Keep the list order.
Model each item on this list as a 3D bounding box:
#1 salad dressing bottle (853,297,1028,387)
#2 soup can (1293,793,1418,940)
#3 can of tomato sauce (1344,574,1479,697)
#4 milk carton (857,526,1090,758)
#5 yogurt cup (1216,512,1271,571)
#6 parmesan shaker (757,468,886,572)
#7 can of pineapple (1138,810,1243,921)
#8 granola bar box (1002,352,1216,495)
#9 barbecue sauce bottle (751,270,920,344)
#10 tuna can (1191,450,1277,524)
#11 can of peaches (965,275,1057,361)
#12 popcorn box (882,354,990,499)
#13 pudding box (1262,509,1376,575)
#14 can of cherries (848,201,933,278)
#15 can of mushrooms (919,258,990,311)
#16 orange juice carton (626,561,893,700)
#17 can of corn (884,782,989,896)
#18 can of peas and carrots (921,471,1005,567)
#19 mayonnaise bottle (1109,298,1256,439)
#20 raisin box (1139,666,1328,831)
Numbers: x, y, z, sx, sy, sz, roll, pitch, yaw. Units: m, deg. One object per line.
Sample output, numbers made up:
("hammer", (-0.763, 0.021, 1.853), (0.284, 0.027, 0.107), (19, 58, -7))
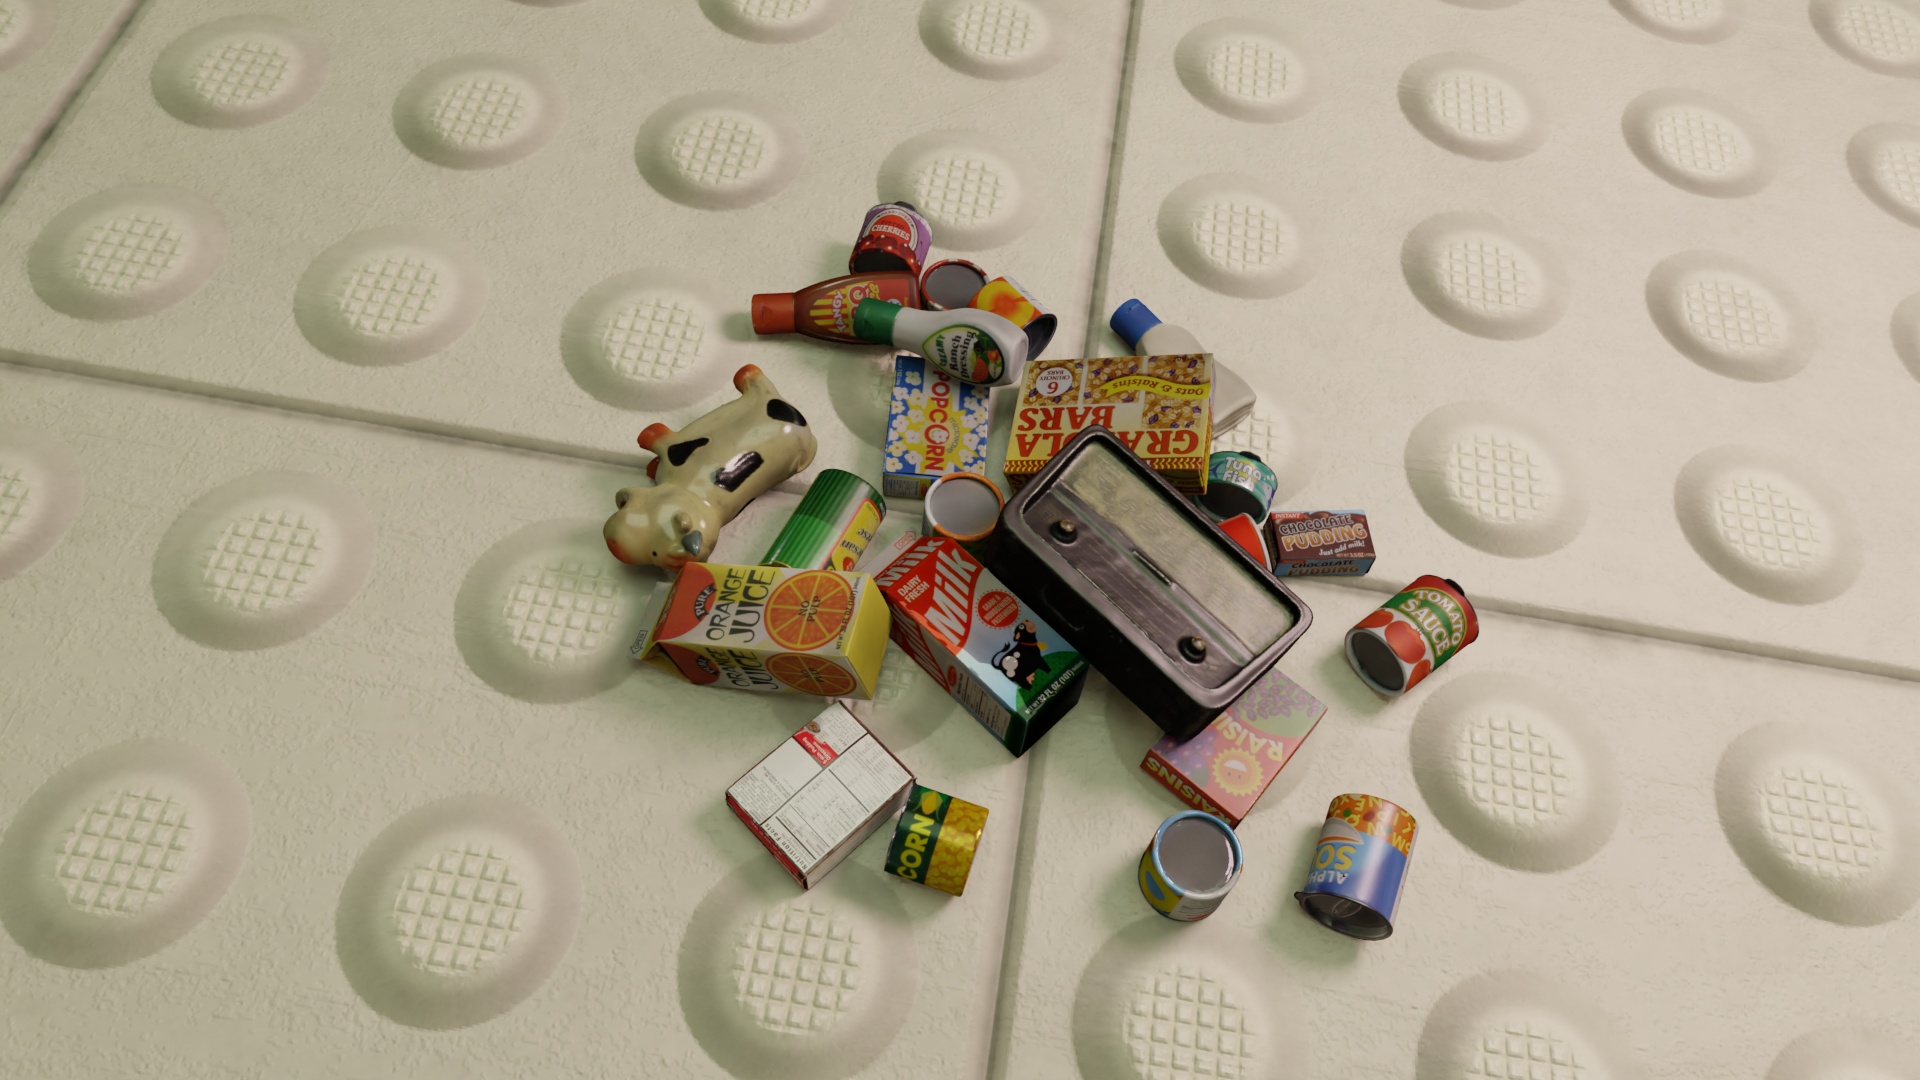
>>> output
("salad dressing bottle", (-0.018, -0.173, 1.183), (0.148, 0.064, 0.044), (17, 38, 16))
("soup can", (0.287, 0.234, 1.004), (0.071, 0.071, 0.084), (22, 59, 8))
("can of tomato sauce", (0.358, 0.075, 1.103), (0.083, 0.071, 0.071), (-32, 67, -21))
("milk carton", (0.004, 0.069, 1.075), (0.191, 0.073, 0.072), (41, 65, 19))
("yogurt cup", (0.216, 0.016, 1.131), (0.054, 0.072, 0.072), (-15, 62, -4))
("parmesan shaker", (-0.110, -0.001, 1.108), (0.071, 0.071, 0.103), (24, 60, 9))
("can of pineapple", (0.164, 0.232, 1.000), (0.071, 0.057, 0.071), (2, 59, -3))
("granola bar box", (0.129, -0.097, 1.175), (0.165, 0.039, 0.125), (0, 56, 18))
("barbecue sauce bottle", (-0.110, -0.206, 1.240), (0.149, 0.044, 0.064), (-3, 102, 1))
("tuna can", (0.230, -0.043, 1.163), (0.071, 0.070, 0.033), (21, 61, 8))
("can of peaches", (0.041, -0.192, 1.239), (0.071, 0.071, 0.058), (-35, 68, -22))
("popcorn box", (-0.020, -0.096, 1.192), (0.085, 0.038, 0.127), (5, 59, -1))
("pudding box", (0.301, 0.002, 1.166), (0.084, 0.030, 0.050), (0, 59, -5))
("can of cherries", (-0.064, -0.266, 1.271), (0.071, 0.071, 0.059), (14, 60, 4))
("can of mushrooms", (-0.007, -0.224, 1.273), (0.071, 0.033, 0.071), (2, 60, -4))
("orange juice carton", (-0.156, 0.066, 1.048), (0.193, 0.072, 0.072), (3, 58, 17))
("can of corn", (-0.017, 0.214, 0.989), (0.058, 0.070, 0.071), (18, 60, 5))
("can of peas and carrots", (0.004, -0.014, 1.133), (0.071, 0.058, 0.071), (2, 60, -3))
("mayonnaise bottle", (0.194, -0.157, 1.246), (0.065, 0.041, 0.148), (-31, 65, -22))
("raisin box", (0.209, 0.151, 1.064), (0.086, 0.040, 0.124), (38, 62, 16))
